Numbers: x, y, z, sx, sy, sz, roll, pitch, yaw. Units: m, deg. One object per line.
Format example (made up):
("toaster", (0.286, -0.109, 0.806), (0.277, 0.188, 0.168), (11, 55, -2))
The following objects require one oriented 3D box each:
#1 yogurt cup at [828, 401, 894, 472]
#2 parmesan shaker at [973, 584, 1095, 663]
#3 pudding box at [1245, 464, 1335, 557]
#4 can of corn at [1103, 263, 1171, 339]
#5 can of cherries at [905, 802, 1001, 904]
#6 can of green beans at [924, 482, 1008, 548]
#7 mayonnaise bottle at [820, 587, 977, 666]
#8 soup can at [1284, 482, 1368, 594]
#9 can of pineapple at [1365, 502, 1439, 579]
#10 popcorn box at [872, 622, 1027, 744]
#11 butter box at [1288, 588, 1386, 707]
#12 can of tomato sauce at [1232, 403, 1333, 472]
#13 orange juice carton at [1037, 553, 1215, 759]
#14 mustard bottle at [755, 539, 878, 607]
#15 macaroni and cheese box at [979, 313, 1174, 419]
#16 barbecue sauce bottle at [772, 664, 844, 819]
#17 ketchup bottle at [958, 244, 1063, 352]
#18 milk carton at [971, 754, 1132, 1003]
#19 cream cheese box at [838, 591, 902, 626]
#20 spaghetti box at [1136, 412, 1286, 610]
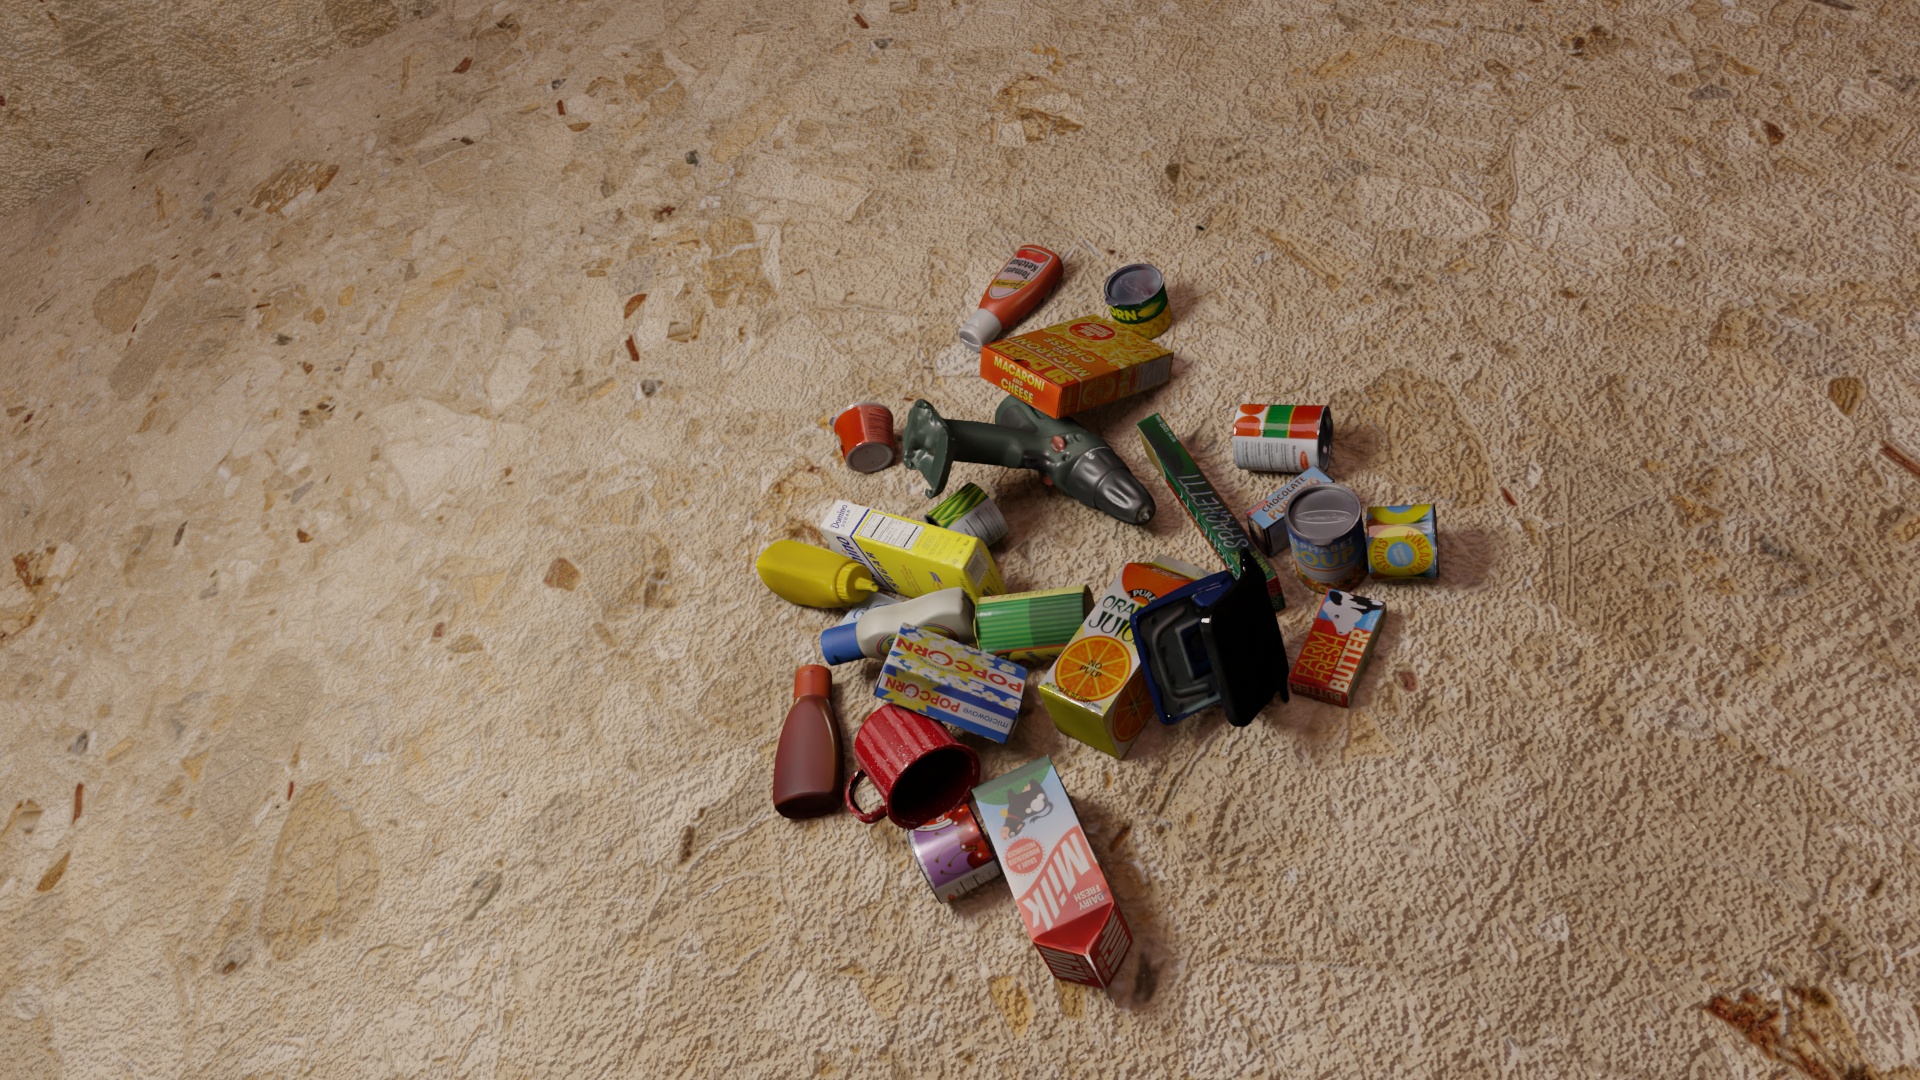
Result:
("yogurt cup", (-0.103, -0.111, 1.527), (0.072, 0.072, 0.054), (-18, 55, 7))
("parmesan shaker", (0.071, 0.079, 1.289), (0.103, 0.071, 0.072), (-8, 49, 16))
("pudding box", (0.310, -0.027, 1.298), (0.084, 0.049, 0.030), (-34, 49, -7))
("can of corn", (0.195, -0.261, 1.537), (0.071, 0.058, 0.071), (-11, 49, 13))
("can of cherries", (-0.006, 0.260, 1.168), (0.058, 0.071, 0.072), (-27, 47, -2))
("can of green beans", (0.006, -0.017, 1.400), (0.058, 0.071, 0.071), (-37, 48, -11))
("mayonnaise bottle", (-0.058, 0.086, 1.309), (0.148, 0.064, 0.041), (-15, 51, 15))
("soup can", (0.328, 0.001, 1.243), (0.071, 0.083, 0.072), (-11, 48, 13))
("can of pineapple", (0.391, 0.002, 1.229), (0.058, 0.070, 0.071), (-3, 51, 21))
("popcorn box", (-0.007, 0.127, 1.242), (0.127, 0.038, 0.085), (20, 24, 0))
("butter box", (0.328, 0.092, 1.207), (0.053, 0.024, 0.104), (14, 58, 30))
("can of tomato sauce", (0.313, -0.101, 1.348), (0.083, 0.071, 0.071), (4, 54, 26))
("orange juice carton", (0.157, 0.091, 1.243), (0.072, 0.072, 0.193), (21, 61, 35))
("mustard bottle", (-0.136, 0.038, 1.398), (0.160, 0.065, 0.049), (9, 52, 41))
("macaroni and cheese box", (0.122, -0.187, 1.467), (0.167, 0.040, 0.124), (-20, 39, -35))
("barbecue sauce bottle", (-0.141, 0.185, 1.303), (0.065, 0.043, 0.149), (-13, 48, 11))
("ketchup bottle", (0.055, -0.281, 1.620), (0.065, 0.043, 0.149), (24, 64, 35))
("milk carton", (0.080, 0.276, 1.118), (0.073, 0.072, 0.191), (-25, 47, 0))
("cream cheese box", (-0.065, 0.088, 1.368), (0.104, 0.024, 0.053), (20, 60, 34))
("spaghetti box", (0.236, -0.029, 1.329), (0.029, 0.050, 0.251), (-28, 47, 1))
